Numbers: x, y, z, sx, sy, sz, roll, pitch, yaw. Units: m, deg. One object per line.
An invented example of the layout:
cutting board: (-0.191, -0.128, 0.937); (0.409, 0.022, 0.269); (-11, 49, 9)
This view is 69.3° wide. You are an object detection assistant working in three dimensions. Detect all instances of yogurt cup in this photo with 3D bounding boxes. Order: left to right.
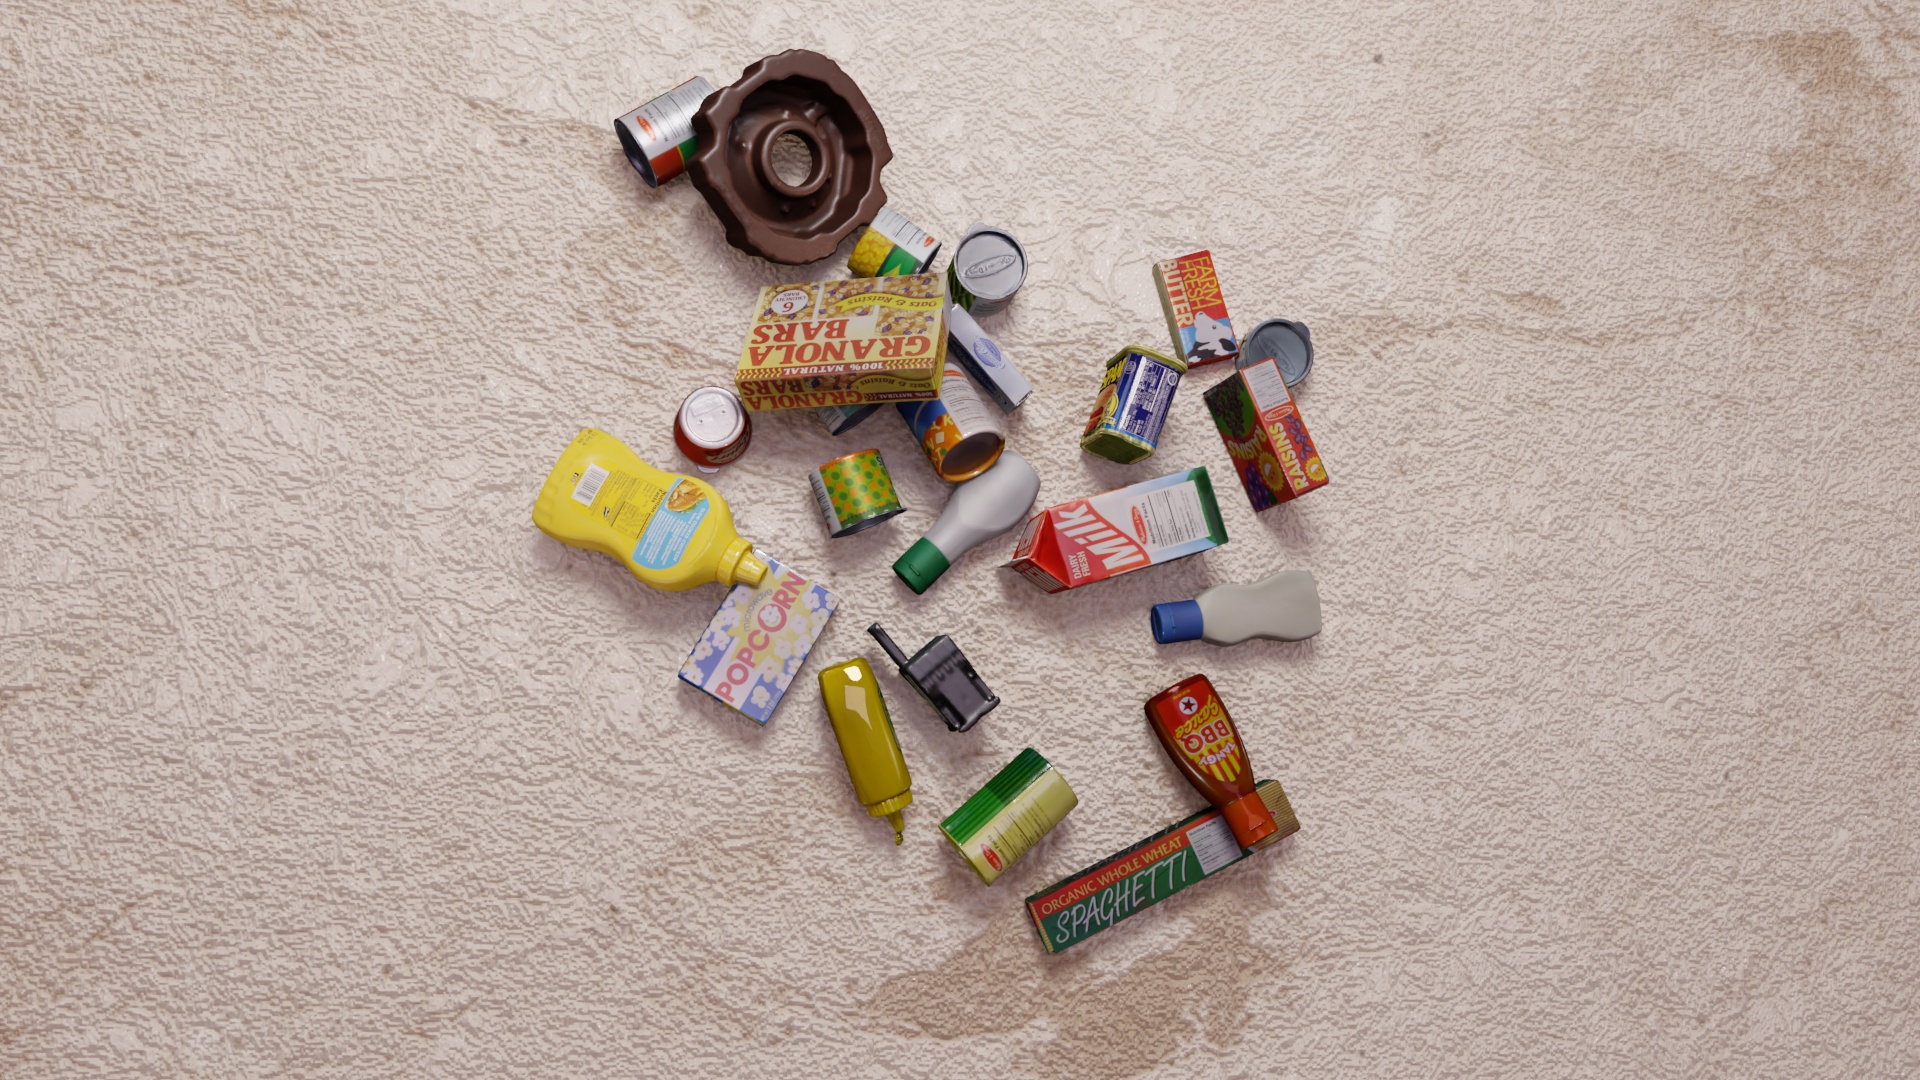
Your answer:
yogurt cup: (-0.211, -0.099, 1.182); (0.072, 0.054, 0.072); (1, 82, -9)

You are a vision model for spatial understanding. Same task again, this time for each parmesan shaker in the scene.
parmesan shaker: (0.042, 0.234, 1.174); (0.103, 0.071, 0.071); (-40, 90, -13)

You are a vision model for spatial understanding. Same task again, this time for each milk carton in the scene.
milk carton: (0.127, -0.003, 1.216); (0.191, 0.072, 0.073); (-15, 85, -12)

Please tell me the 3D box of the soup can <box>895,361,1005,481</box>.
soup can: (-0.010, -0.100, 1.195); (0.071, 0.071, 0.084); (-24, 59, -11)

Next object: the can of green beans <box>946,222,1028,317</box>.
can of green beans: (0.022, -0.238, 1.237); (0.071, 0.057, 0.071); (1, 83, -9)

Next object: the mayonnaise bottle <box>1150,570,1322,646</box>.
mayonnaise bottle: (0.246, 0.065, 1.243); (0.148, 0.041, 0.065); (-7, 82, -9)

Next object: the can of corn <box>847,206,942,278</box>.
can of corn: (-0.060, -0.249, 1.223); (0.058, 0.071, 0.071); (34, 79, -3)

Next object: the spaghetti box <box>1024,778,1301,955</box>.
spaghetti box: (0.175, 0.281, 1.207); (0.251, 0.028, 0.050); (-23, 86, -12)

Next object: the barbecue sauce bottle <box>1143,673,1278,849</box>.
barbecue sauce bottle: (0.220, 0.192, 1.200); (0.065, 0.043, 0.149); (-26, 72, -10)

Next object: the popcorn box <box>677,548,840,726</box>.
popcorn box: (-0.169, 0.082, 1.172); (0.085, 0.038, 0.127); (31, 79, -3)

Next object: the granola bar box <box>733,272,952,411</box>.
granola bar box: (-0.094, -0.166, 1.164); (0.165, 0.038, 0.125); (-2, 48, 10)

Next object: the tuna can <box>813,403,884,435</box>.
tuna can: (-0.091, -0.124, 1.199); (0.071, 0.071, 0.033); (-35, 89, -12)

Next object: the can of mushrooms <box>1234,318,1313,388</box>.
can of mushrooms: (0.291, -0.171, 1.285); (0.071, 0.033, 0.071); (1, 82, -9)

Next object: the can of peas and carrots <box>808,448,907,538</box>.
can of peas and carrots: (-0.088, -0.041, 1.189); (0.071, 0.071, 0.059); (-21, 86, -11)

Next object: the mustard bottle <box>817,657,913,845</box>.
mustard bottle: (-0.074, 0.178, 1.165); (0.049, 0.065, 0.160); (-20, 92, -6)

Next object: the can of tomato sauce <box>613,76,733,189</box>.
can of tomato sauce: (-0.247, -0.353, 1.205); (0.083, 0.071, 0.071); (-34, 89, -15)

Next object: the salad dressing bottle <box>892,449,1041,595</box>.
salad dressing bottle: (0.004, -0.015, 1.212); (0.148, 0.044, 0.064); (-44, 86, -11)

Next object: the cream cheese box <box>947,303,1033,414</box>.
cream cheese box: (0.020, -0.160, 1.229); (0.024, 0.053, 0.104); (-42, 90, -7)

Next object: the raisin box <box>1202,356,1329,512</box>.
raisin box: (0.273, -0.093, 1.245); (0.040, 0.086, 0.123); (-22, 87, -16)

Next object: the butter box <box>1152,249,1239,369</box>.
butter box: (0.217, -0.213, 1.283); (0.053, 0.024, 0.103); (-14, 85, -10)
